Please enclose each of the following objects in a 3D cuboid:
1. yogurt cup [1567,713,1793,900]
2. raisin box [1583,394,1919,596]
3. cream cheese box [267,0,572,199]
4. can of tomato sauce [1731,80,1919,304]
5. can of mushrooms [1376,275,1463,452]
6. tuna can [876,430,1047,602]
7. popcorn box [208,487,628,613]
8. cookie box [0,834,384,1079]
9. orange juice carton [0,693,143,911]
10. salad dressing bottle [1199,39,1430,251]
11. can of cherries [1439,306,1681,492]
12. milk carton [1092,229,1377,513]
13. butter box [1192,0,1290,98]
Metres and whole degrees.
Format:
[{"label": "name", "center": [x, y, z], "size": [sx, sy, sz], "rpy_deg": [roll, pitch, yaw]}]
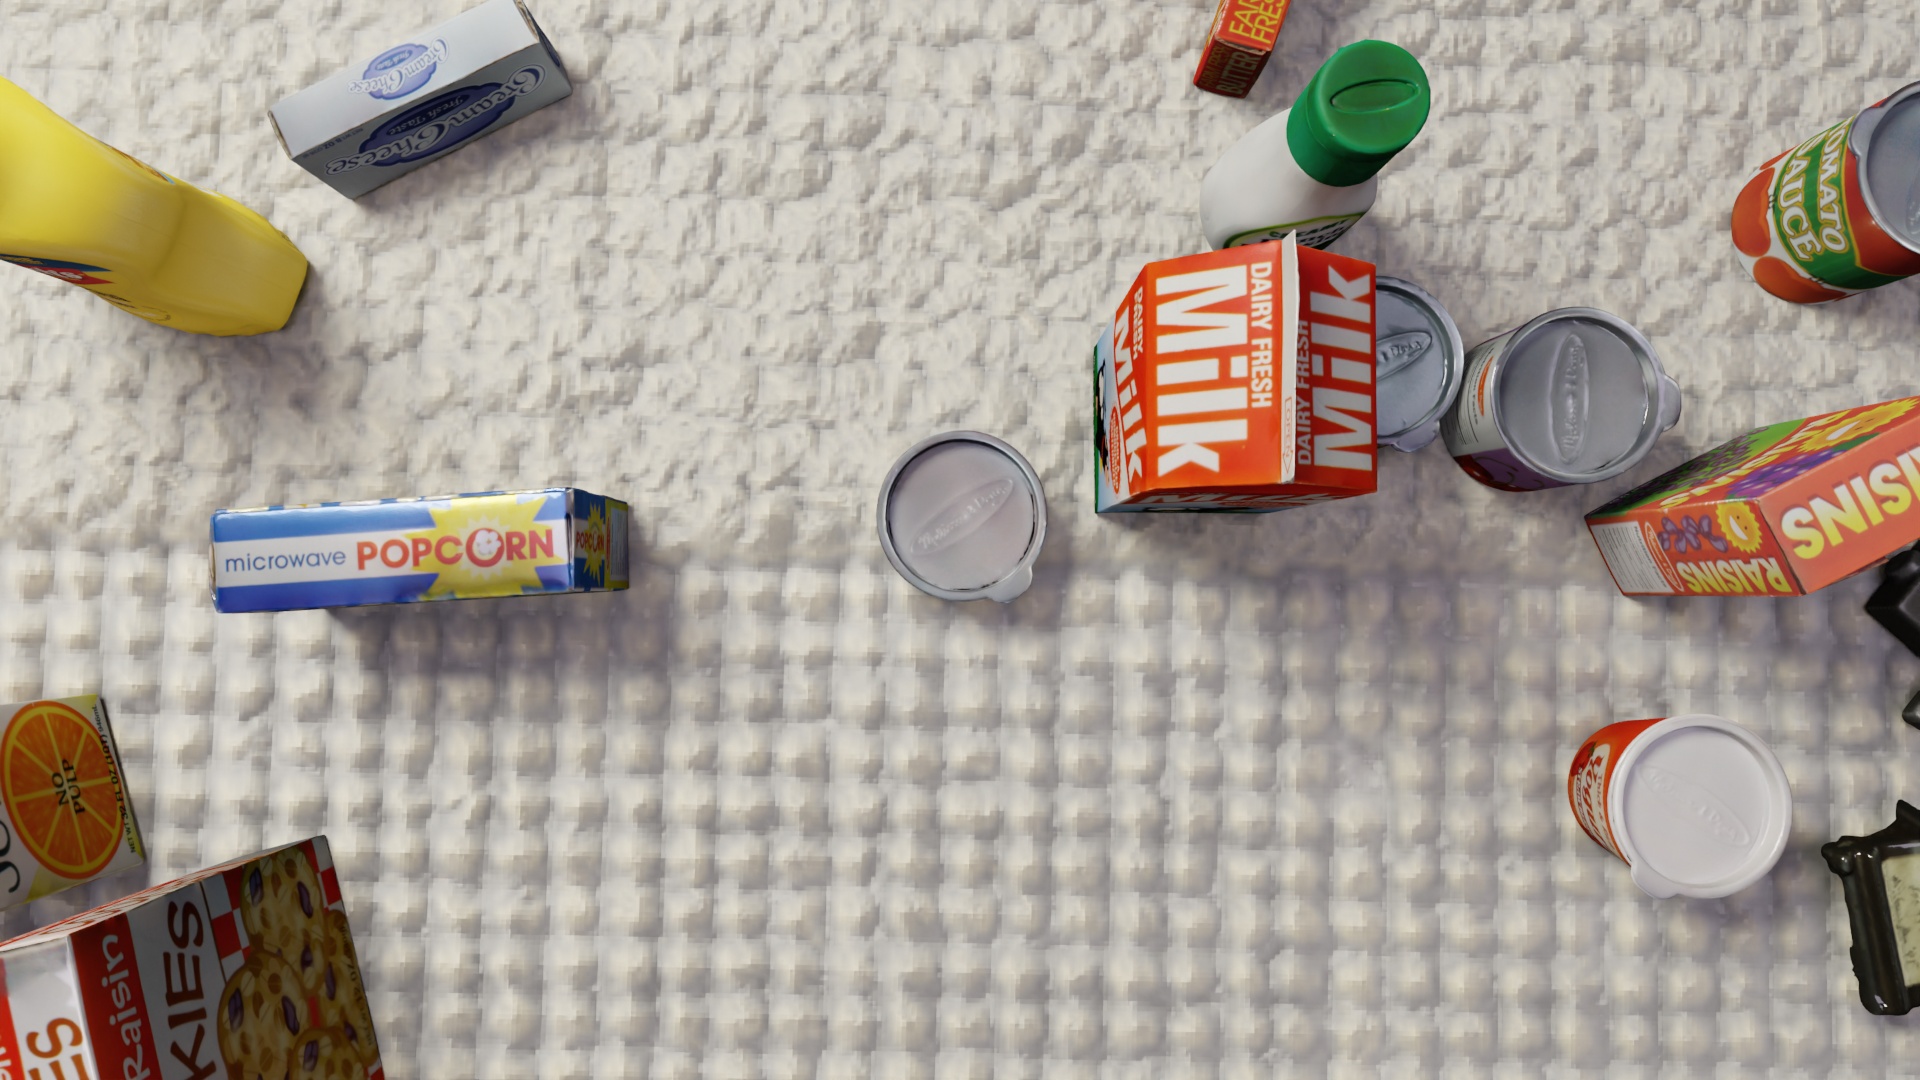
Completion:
[{"label": "yogurt cup", "center": [0.272, 0.099, 0.535], "size": [0.072, 0.054, 0.072], "rpy_deg": [0, 87, -1]}, {"label": "raisin box", "center": [0.299, -0.013, 0.507], "size": [0.086, 0.123, 0.040], "rpy_deg": [-26, 88, -2]}, {"label": "cream cheese box", "center": [-0.208, -0.173, 0.543], "size": [0.104, 0.053, 0.024], "rpy_deg": [-27, 88, -2]}, {"label": "can of tomato sauce", "center": [0.349, -0.131, 0.534], "size": [0.071, 0.083, 0.071], "rpy_deg": [0, 87, -1]}, {"label": "can of mushrooms", "center": [0.163, -0.067, 0.552], "size": [0.071, 0.033, 0.071], "rpy_deg": [0, 87, -1]}, {"label": "tuna can", "center": [0.002, -0.007, 0.547], "size": [0.071, 0.033, 0.071], "rpy_deg": [0, 87, -1]}, {"label": "popcorn box", "center": [-0.196, 0.004, 0.518], "size": [0.127, 0.085, 0.038], "rpy_deg": [-4, 88, -1]}, {"label": "cookie box", "center": [-0.255, 0.176, 0.467], "size": [0.040, 0.167, 0.123], "rpy_deg": [-15, 88, -1]}, {"label": "orange juice carton", "center": [-0.365, 0.101, 0.456], "size": [0.073, 0.192, 0.072], "rpy_deg": [-17, 88, -1]}, {"label": "salad dressing bottle", "center": [0.125, -0.134, 0.498], "size": [0.064, 0.147, 0.044], "rpy_deg": [-9, 88, -1]}, {"label": "can of cherries", "center": [0.231, -0.052, 0.540], "size": [0.071, 0.058, 0.071], "rpy_deg": [0, 87, -1]}, {"label": "milk carton", "center": [0.090, -0.048, 0.472], "size": [0.073, 0.190, 0.072], "rpy_deg": [0, 88, -1]}, {"label": "butter box", "center": [0.122, -0.233, 0.551], "size": [0.024, 0.053, 0.103], "rpy_deg": [19, 87, 0]}]
